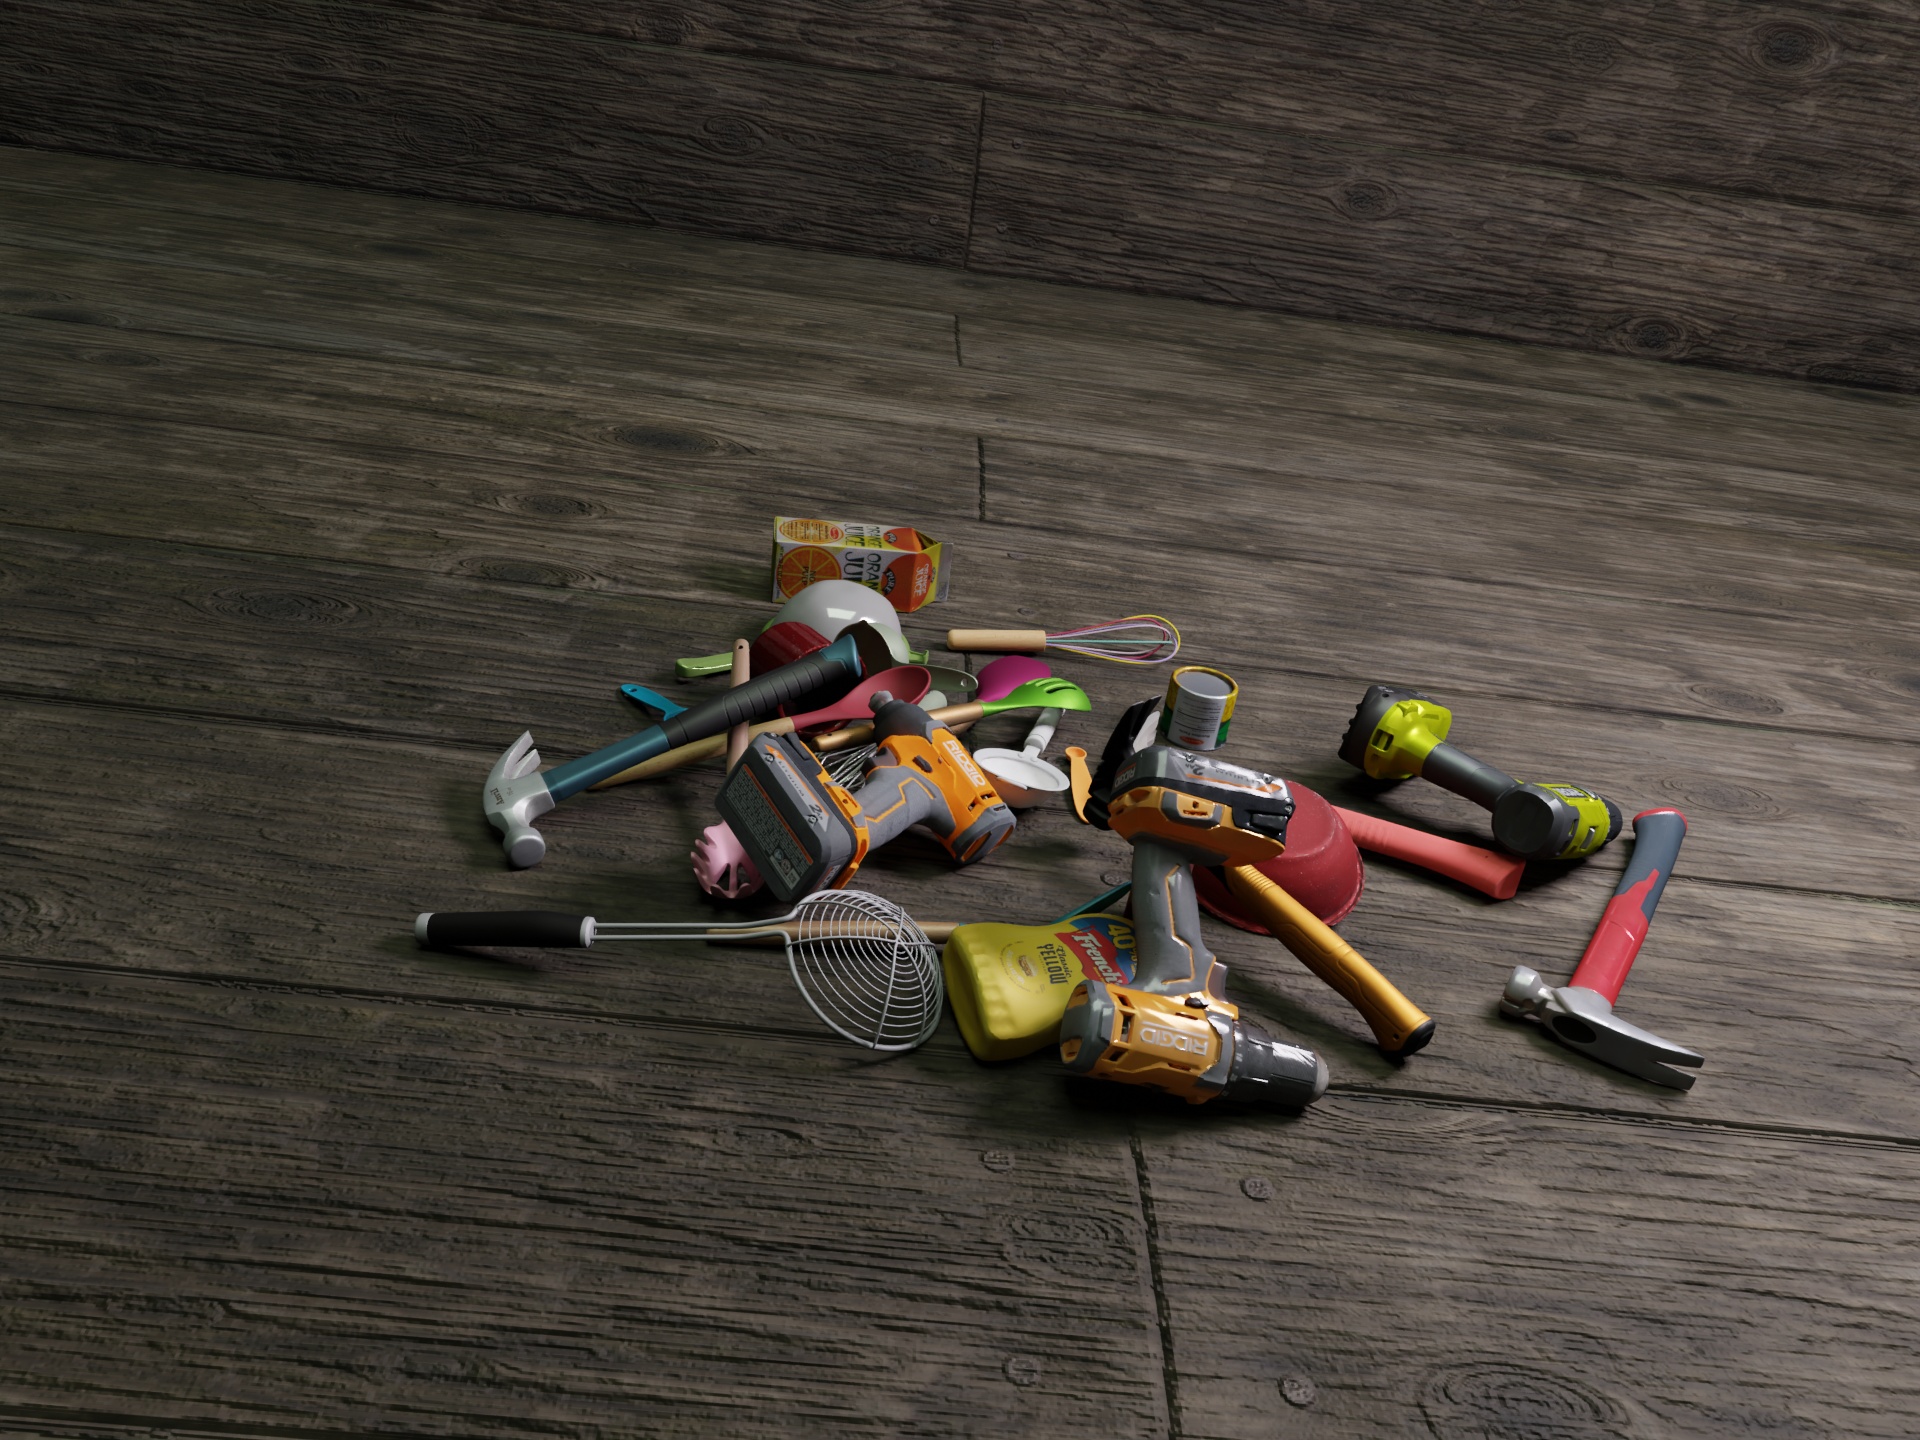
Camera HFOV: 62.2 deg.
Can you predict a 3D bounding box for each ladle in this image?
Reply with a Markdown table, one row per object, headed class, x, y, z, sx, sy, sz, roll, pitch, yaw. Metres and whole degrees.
| class | x | y | z | sx | sy | sz | roll | pitch | yaw |
| --- | --- | --- | --- | --- | --- | --- | --- | --- | --- |
| ladle | -0.169 | 0.010 | 1.368 | 0.315 | 0.031 | 0.069 | -17 | 31 | -22 |

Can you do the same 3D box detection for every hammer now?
| class | x | y | z | sx | sy | sz | roll | pitch | yaw |
| --- | --- | --- | --- | --- | --- | --- | --- | --- | --- |
| hammer | 0.313 | 0.080 | 1.407 | 0.359 | 0.036 | 0.149 | 17 | 29 | 16 |
| hammer | 0.567 | 0.168 | 1.313 | 0.143 | 0.038 | 0.386 | 24 | 32 | 24 |
| hammer | 0.226 | 0.124 | 1.210 | 0.034 | 0.127 | 0.337 | -17 | 48 | -39 |
| hammer | -0.227 | 0.009 | 1.289 | 0.331 | 0.033 | 0.128 | -25 | 40 | -17 |

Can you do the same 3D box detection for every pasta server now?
| class | x | y | z | sx | sy | sz | roll | pitch | yaw |
| --- | --- | --- | --- | --- | --- | --- | --- | --- | --- |
| pasta server | -0.183 | 0.031 | 1.299 | 0.060 | 0.040 | 0.317 | -1 | 42 | -5 |

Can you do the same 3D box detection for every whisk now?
| class | x | y | z | sx | sy | sz | roll | pitch | yaw |
| --- | --- | --- | --- | --- | --- | --- | --- | --- | --- |
| whisk | -0.070 | 0.022 | 1.407 | 0.059 | 0.057 | 0.246 | 49 | 32 | 1 |
| whisk | 0.108 | -0.085 | 1.650 | 0.245 | 0.047 | 0.051 | 0 | 15 | -7 |

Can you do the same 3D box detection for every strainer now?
| class | x | y | z | sx | sy | sz | roll | pitch | yaw |
| --- | --- | --- | --- | --- | --- | --- | --- | --- | --- |
| strainer | -0.163 | -0.092 | 1.556 | 0.256 | 0.069 | 0.152 | -13 | 35 | -37 |
| strainer | 0.066 | 0.028 | 1.433 | 0.087 | 0.050 | 0.258 | 19 | 24 | 7 |

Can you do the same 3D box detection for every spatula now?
| class | x | y | z | sx | sy | sz | roll | pitch | yaw |
| --- | --- | --- | --- | --- | --- | --- | --- | --- | --- |
| spatula | -0.028 | 0.147 | 1.178 | 0.317 | 0.082 | 0.044 | 1 | 71 | -7 |

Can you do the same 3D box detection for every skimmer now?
| class | x | y | z | sx | sy | sz | roll | pitch | yaw |
| --- | --- | --- | --- | --- | --- | --- | --- | --- | --- |
| skimmer | -0.195 | 0.169 | 1.110 | 0.363 | 0.090 | 0.127 | 0 | 39 | 6 |

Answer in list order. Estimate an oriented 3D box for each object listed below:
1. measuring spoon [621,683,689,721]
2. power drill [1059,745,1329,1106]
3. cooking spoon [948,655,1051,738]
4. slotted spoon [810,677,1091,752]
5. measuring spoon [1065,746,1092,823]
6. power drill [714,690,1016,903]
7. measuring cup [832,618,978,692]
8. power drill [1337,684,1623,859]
| class | x | y | z | sx | sy | sz | roll | pitch | yaw |
| --- | --- | --- | --- | --- | --- | --- | --- | --- | --- |
| measuring spoon | -0.269 | -0.006 | 1.433 | 0.042 | 0.021 | 0.129 | -18 | 29 | -38 |
| power drill | 0.174 | 0.148 | 1.089 | 0.185 | 0.084 | 0.226 | 16 | 70 | -12 |
| cooking spoon | 0.008 | -0.004 | 1.496 | 0.069 | 0.017 | 0.319 | 18 | 29 | 18 |
| slotted spoon | -0.002 | -0.004 | 1.407 | 0.313 | 0.031 | 0.070 | -12 | 24 | -40 |
| measuring spoon | 0.107 | 0.059 | 1.420 | 0.021 | 0.011 | 0.117 | 6 | 32 | -7 |
| power drill | -0.076 | 0.050 | 1.241 | 0.226 | 0.084 | 0.164 | -11 | 56 | -49 |
| measuring cup | -0.046 | -0.048 | 1.481 | 0.168 | 0.083 | 0.038 | 12 | 13 | 32 |
| power drill | 0.479 | 0.053 | 1.444 | 0.229 | 0.080 | 0.190 | 34 | 19 | 37 |
